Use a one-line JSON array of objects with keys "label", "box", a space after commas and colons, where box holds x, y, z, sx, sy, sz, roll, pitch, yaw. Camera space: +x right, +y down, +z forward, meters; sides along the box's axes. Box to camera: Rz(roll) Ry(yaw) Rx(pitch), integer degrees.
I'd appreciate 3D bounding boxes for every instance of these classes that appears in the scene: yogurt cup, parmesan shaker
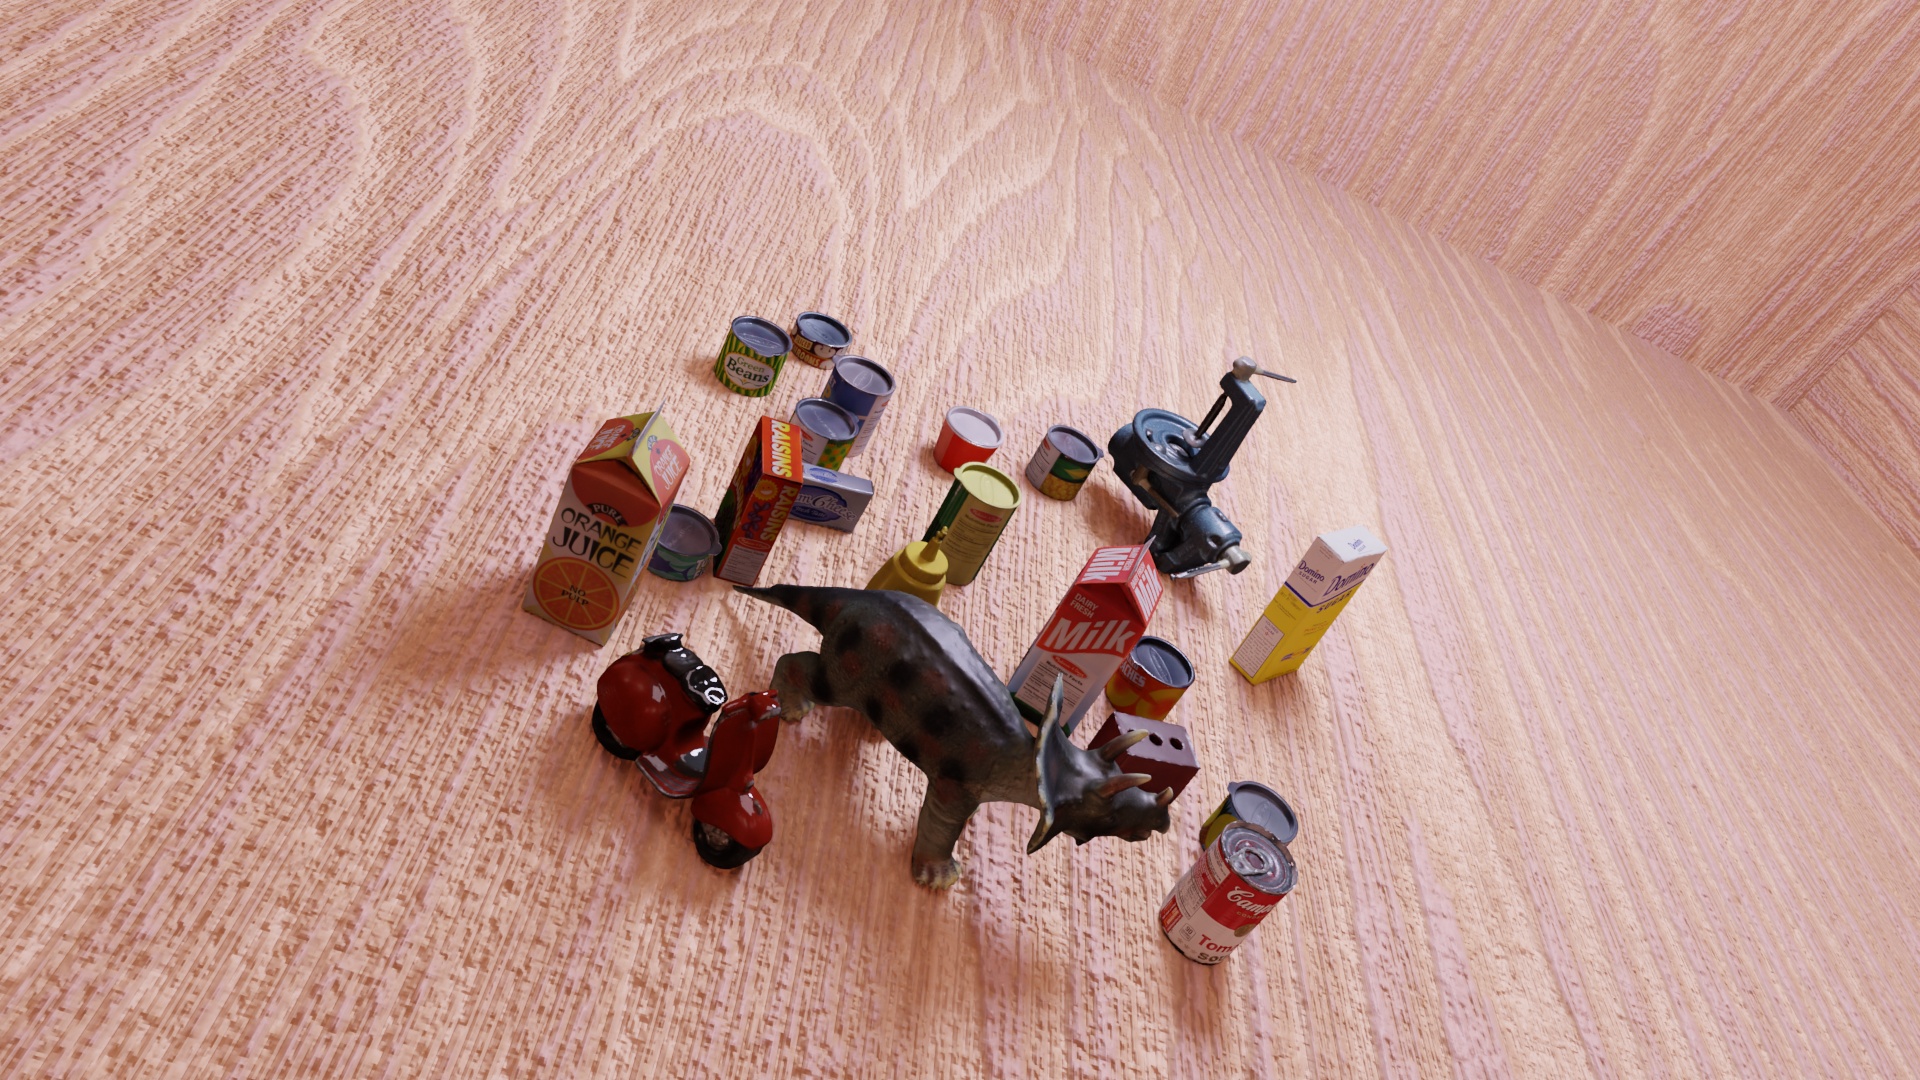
[{"label": "yogurt cup", "box": [0.006, -0.104, 1.495, 0.072, 0.053, 0.073, 20, 34, -15]}, {"label": "parmesan shaker", "box": [0.005, -0.017, 1.335, 0.071, 0.102, 0.072, 20, 34, -15]}]

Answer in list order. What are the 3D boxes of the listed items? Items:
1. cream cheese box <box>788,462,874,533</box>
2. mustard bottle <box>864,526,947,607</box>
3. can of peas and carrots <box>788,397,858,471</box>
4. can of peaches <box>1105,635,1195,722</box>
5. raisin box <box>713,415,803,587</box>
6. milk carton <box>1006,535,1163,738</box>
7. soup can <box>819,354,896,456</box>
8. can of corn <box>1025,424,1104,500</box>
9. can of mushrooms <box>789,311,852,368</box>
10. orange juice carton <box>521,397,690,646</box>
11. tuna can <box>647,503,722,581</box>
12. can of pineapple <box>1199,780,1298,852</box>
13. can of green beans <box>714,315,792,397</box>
[{"label": "cream cheese box", "box": [-0.139, -0.043, 1.305, 0.104, 0.053, 0.024, 14, 36, -22]}, {"label": "mustard bottle", "box": [-0.049, 0.048, 1.156, 0.065, 0.159, 0.049, 20, 34, -15]}, {"label": "can of peas and carrots", "box": [-0.140, -0.099, 1.374, 0.071, 0.058, 0.071, 20, 34, -15]}, {"label": "can of peaches", "box": [0.176, 0.132, 1.310, 0.071, 0.057, 0.071, 20, 34, -15]}, {"label": "raisin box", "box": [-0.175, -0.034, 1.202, 0.040, 0.122, 0.086, 16, 36, -20]}, {"label": "milk carton", "box": [0.114, 0.079, 1.214, 0.073, 0.189, 0.073, 33, 33, 4]}, {"label": "soup can", "box": [-0.115, -0.139, 1.423, 0.071, 0.083, 0.072, 20, 34, -15]}, {"label": "can of corn", "box": [0.116, -0.086, 1.552, 0.071, 0.058, 0.071, 20, 34, -15]}, {"label": "can of mushrooms", "box": [-0.158, -0.223, 1.546, 0.071, 0.033, 0.071, 20, 34, -15]}, {"label": "orange juice carton", "box": [-0.263, -0.019, 1.053, 0.073, 0.191, 0.072, 26, 33, -7]}, {"label": "tuna can", "box": [-0.240, 0.003, 1.186, 0.071, 0.032, 0.071, 20, 34, -15]}, {"label": "can of pineapple", "box": [0.249, 0.251, 1.208, 0.071, 0.057, 0.071, 20, 34, -15]}, {"label": "can of green beans", "box": [-0.215, -0.190, 1.438, 0.071, 0.057, 0.071, 20, 34, -15]}]
